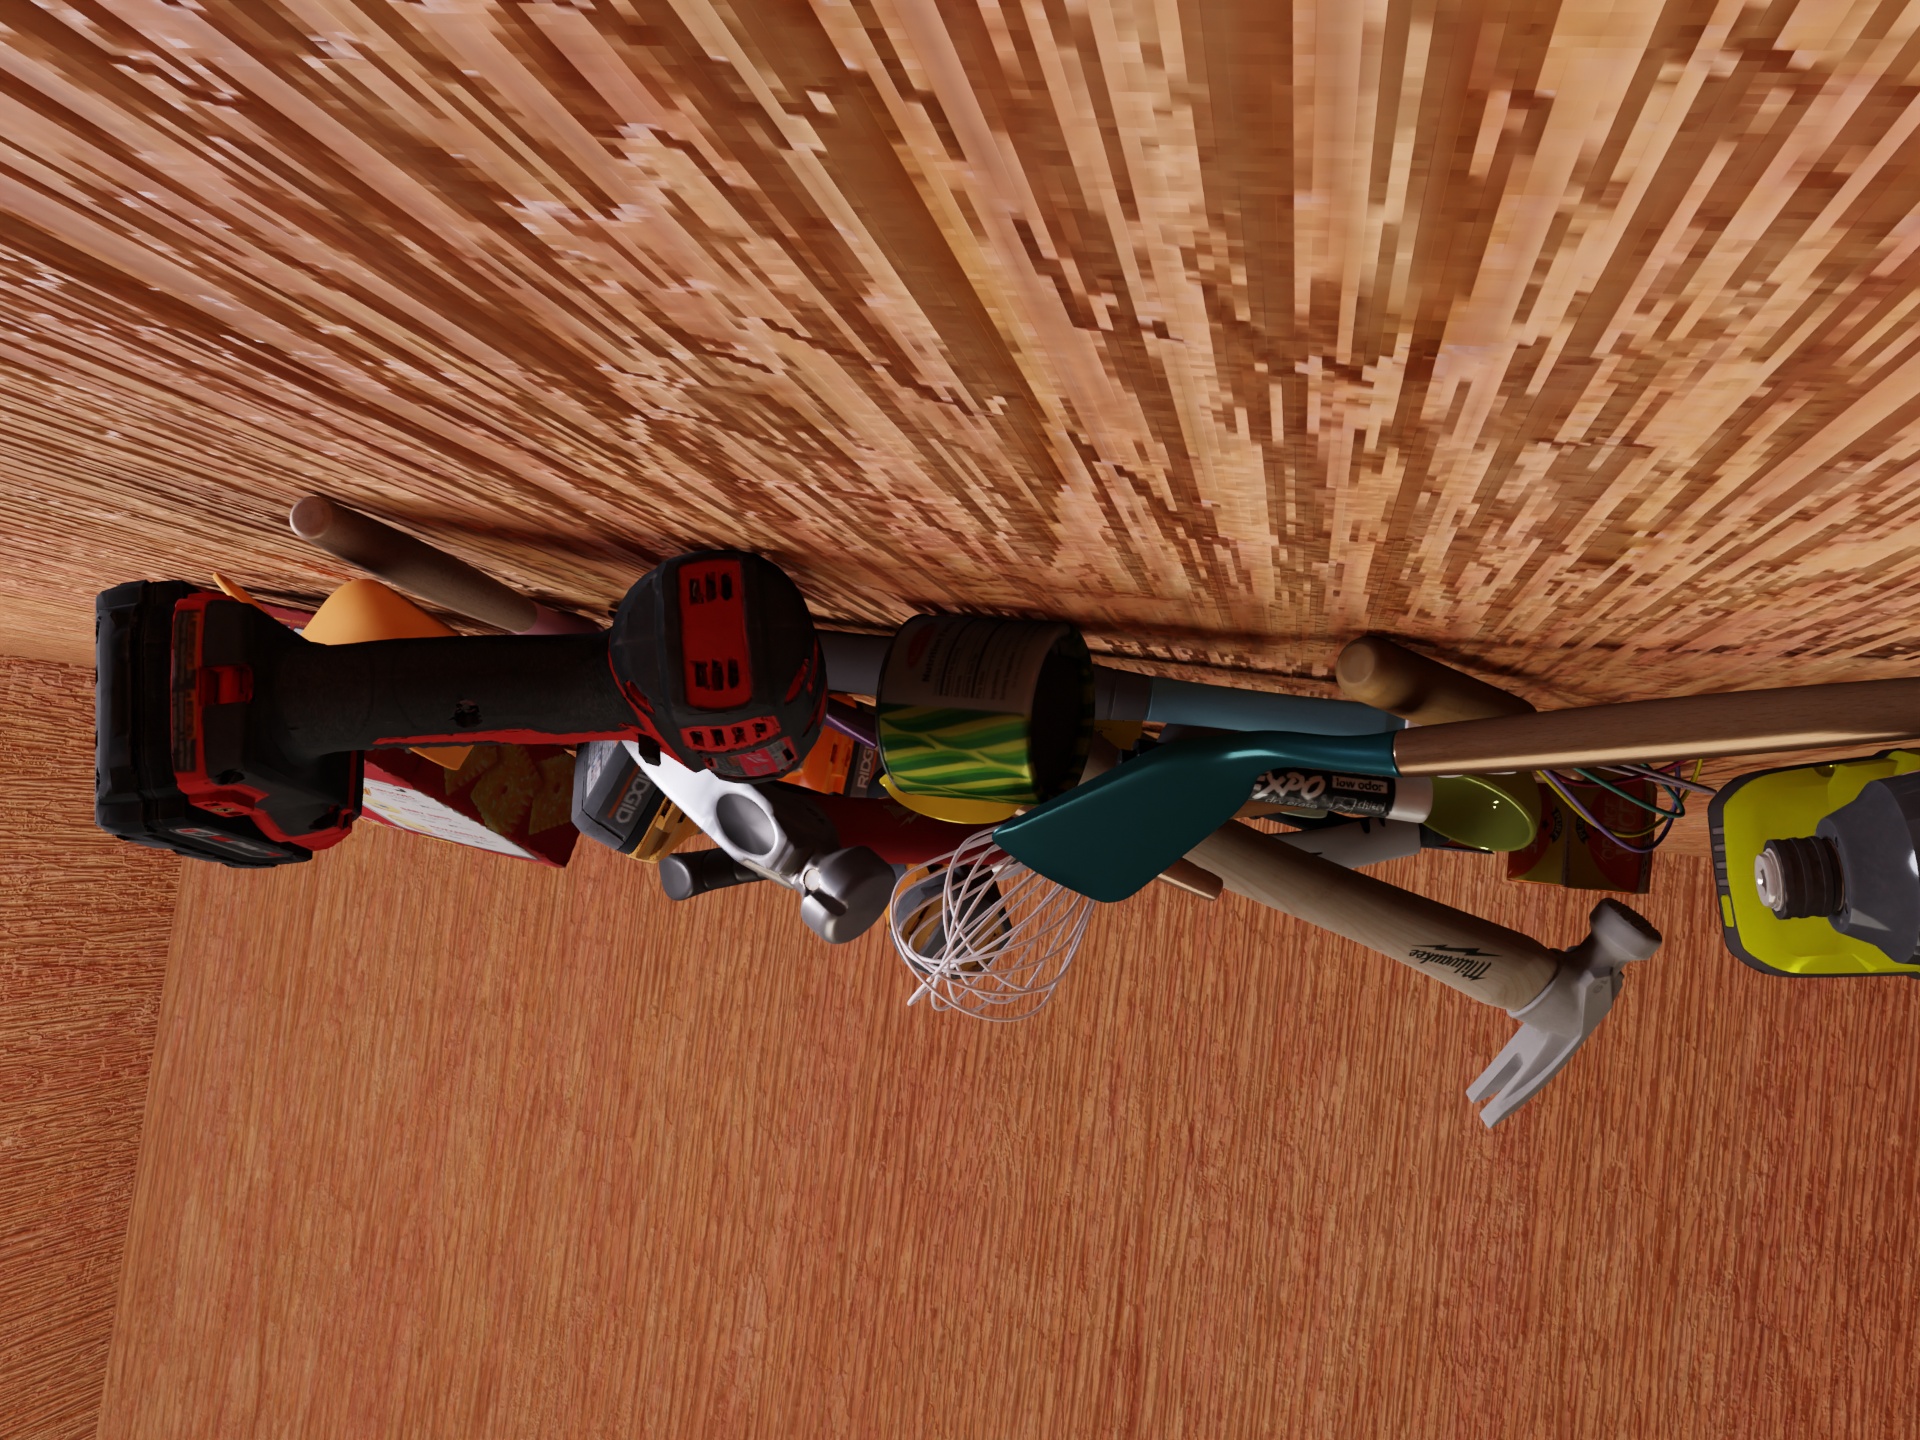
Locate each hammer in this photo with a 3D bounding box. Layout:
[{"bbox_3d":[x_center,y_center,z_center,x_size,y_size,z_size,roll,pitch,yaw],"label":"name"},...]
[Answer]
[{"bbox_3d":[0.061,-0.010,0.644,0.331,0.033,0.128,7,178,2],"label":"hammer"},{"bbox_3d":[0.181,0.052,1.054,0.127,0.034,0.337,-12,-171,-13],"label":"hammer"},{"bbox_3d":[-0.002,0.048,0.791,0.143,0.038,0.386,39,-167,26],"label":"hammer"},{"bbox_3d":[0.172,0.092,0.829,0.410,0.146,0.038,25,-160,-19],"label":"hammer"},{"bbox_3d":[-0.034,0.075,1.067,0.334,0.035,0.146,-9,-173,-11],"label":"hammer"}]

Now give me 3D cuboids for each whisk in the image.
[{"bbox_3d":[0.058,0.043,0.668,0.070,0.070,0.284,5,-157,30],"label":"whisk"},{"bbox_3d":[0.211,0.003,0.573,0.244,0.051,0.047,16,136,-42],"label":"whisk"}]

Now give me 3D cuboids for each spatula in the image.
[{"bbox_3d":[-0.015,0.017,0.730,0.315,0.018,0.060,25,-178,-14],"label":"spatula"},{"bbox_3d":[0.159,0.019,0.483,0.317,0.044,0.082,-8,153,36],"label":"spatula"}]

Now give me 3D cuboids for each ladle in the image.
[{"bbox_3d":[0.162,0.042,0.712,0.320,0.062,0.078,-3,-170,-43],"label":"ladle"}]

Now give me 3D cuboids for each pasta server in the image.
[{"bbox_3d":[-0.186,-0.039,0.621,0.060,0.040,0.316,35,178,6],"label":"pasta server"}]

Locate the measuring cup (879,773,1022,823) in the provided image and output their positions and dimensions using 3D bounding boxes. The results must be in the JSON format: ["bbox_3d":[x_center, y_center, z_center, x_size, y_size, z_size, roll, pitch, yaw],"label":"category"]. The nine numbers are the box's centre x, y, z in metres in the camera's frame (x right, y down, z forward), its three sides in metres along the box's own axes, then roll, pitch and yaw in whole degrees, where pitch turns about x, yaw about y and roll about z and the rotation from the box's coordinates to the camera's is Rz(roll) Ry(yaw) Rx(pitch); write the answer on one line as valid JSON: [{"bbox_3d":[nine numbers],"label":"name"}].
[{"bbox_3d":[-0.001,-0.002,0.706,0.062,0.029,0.157,9,-156,-4],"label":"measuring cup"}]

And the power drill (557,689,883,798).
[{"bbox_3d":[-0.177,0.004,1.030,0.226,0.084,0.164,14,174,-33],"label":"power drill"}]

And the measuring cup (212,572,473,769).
[{"bbox_3d":[-0.275,-0.044,0.716,0.174,0.052,0.095,33,174,27],"label":"measuring cup"}]

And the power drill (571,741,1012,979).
[{"bbox_3d":[-0.088,0.040,0.853,0.226,0.084,0.185,26,-164,-20],"label":"power drill"}]

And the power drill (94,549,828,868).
[{"bbox_3d":[-0.153,-0.004,0.532,0.219,0.079,0.143,-6,169,-2],"label":"power drill"}]

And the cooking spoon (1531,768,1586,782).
[{"bbox_3d":[0.232,0.027,0.984,0.068,0.017,0.319,-17,-169,-40],"label":"cooking spoon"}]

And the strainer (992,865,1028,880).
[{"bbox_3d":[0.082,0.041,0.984,0.258,0.087,0.050,-12,167,2],"label":"strainer"}]

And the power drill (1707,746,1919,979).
[{"bbox_3d":[0.306,0.040,0.466,0.171,0.080,0.223,-6,172,13],"label":"power drill"}]

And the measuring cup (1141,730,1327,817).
[{"bbox_3d":[0.147,0.012,0.931,0.083,0.038,0.168,6,-166,-41],"label":"measuring cup"}]
